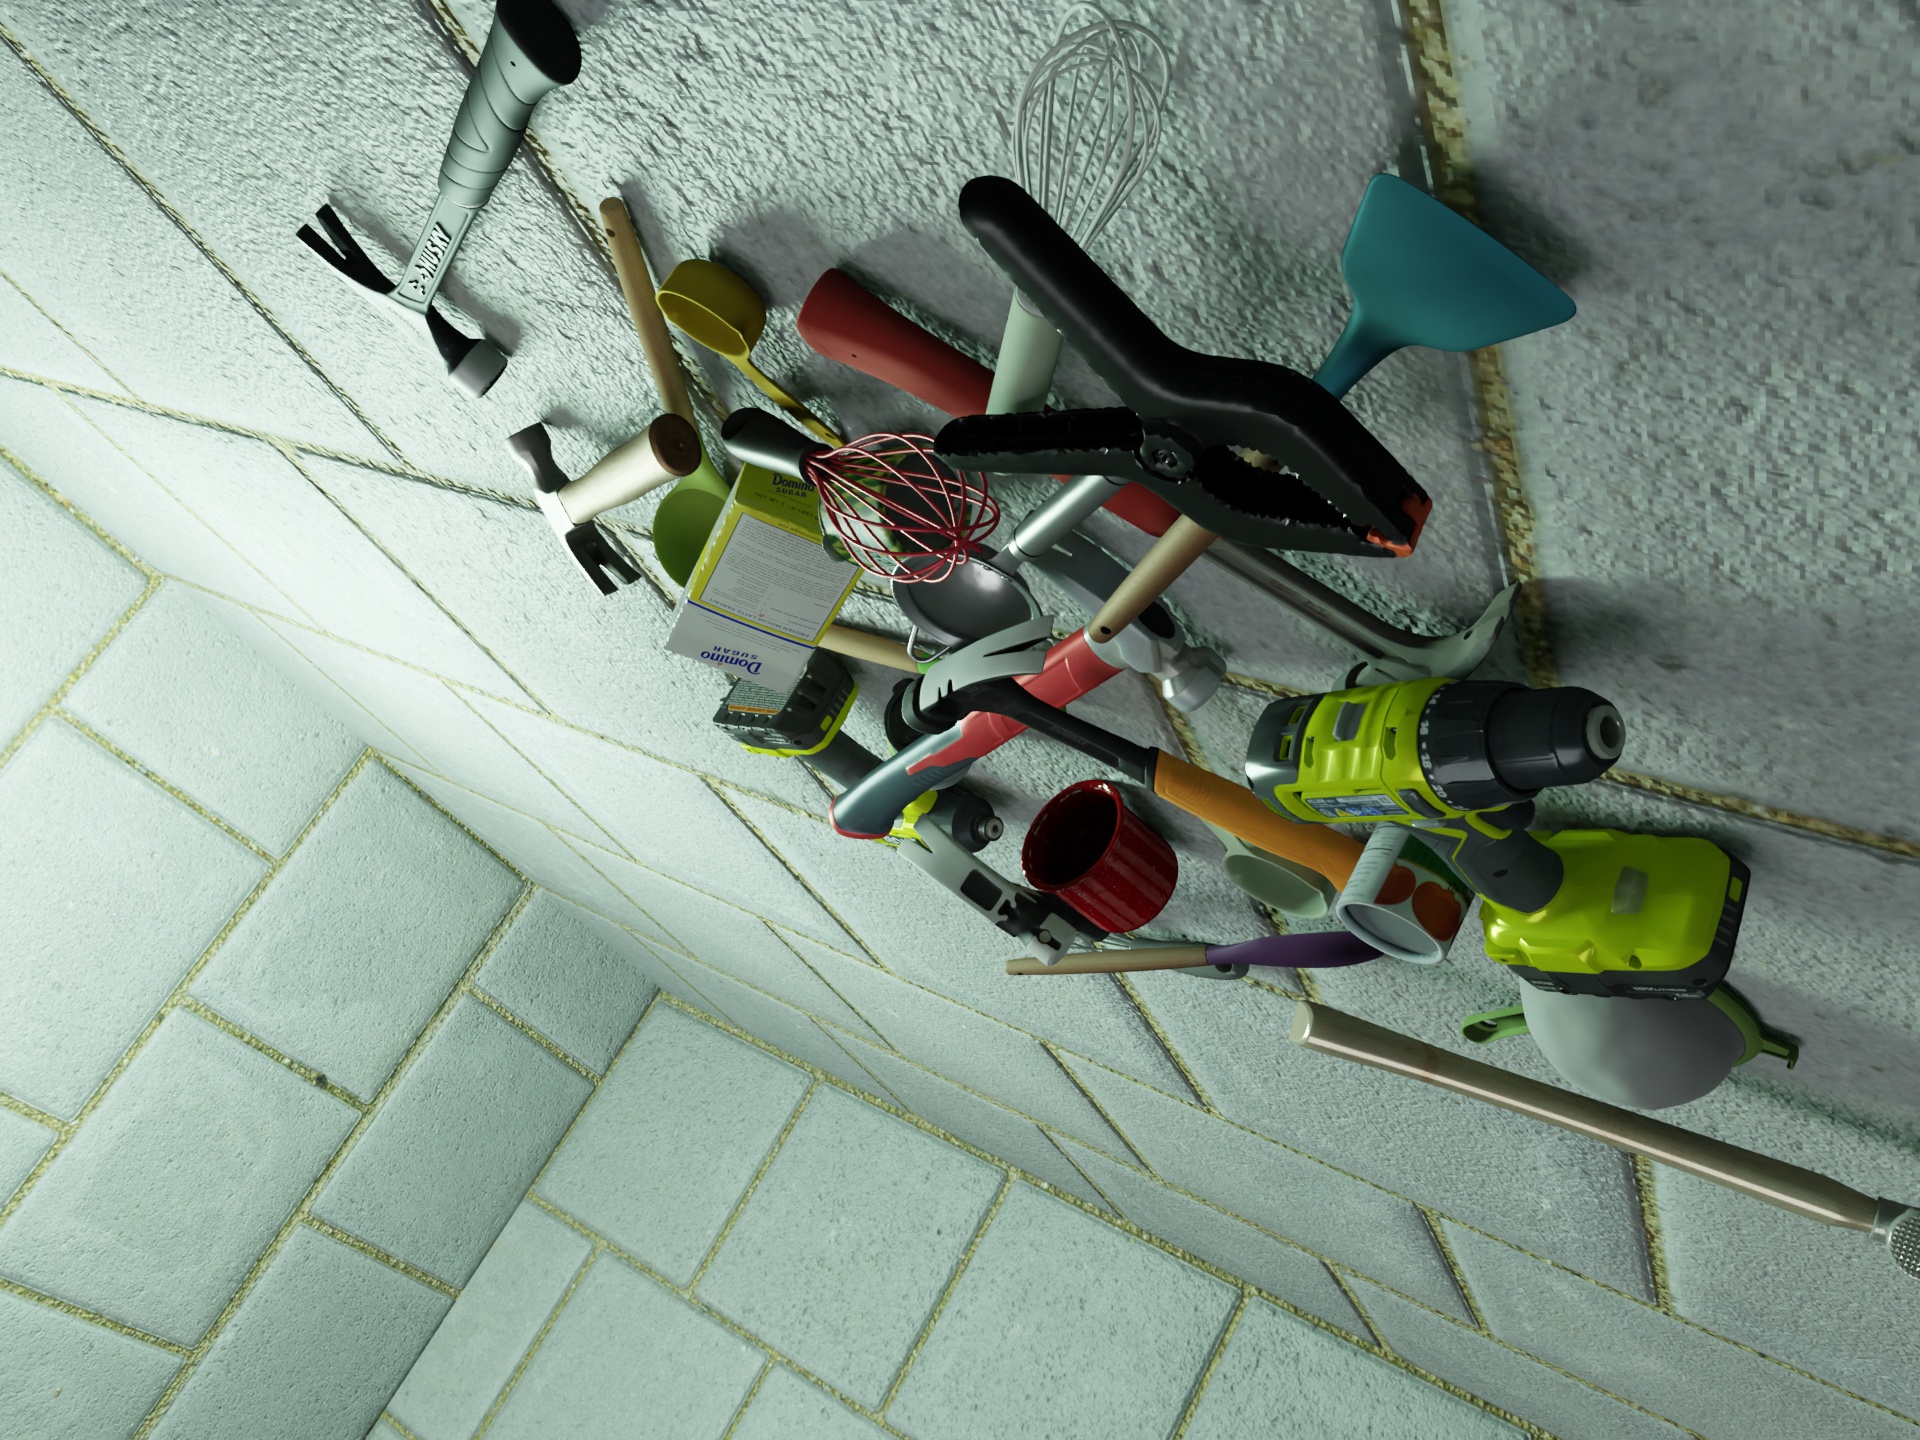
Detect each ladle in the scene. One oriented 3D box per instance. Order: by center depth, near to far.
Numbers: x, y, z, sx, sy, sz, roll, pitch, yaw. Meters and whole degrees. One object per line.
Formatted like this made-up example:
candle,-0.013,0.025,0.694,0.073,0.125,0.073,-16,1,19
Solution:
ladle,-0.177,-0.182,0.960,0.078,0.062,0.319,21,155,14

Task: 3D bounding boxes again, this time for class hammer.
hammer,0.083,-0.115,0.764,0.359,0.037,0.149,32,160,0
hammer,-0.283,-0.293,0.887,0.149,0.036,0.409,40,158,-18
hammer,0.136,0.035,0.926,0.336,0.034,0.127,25,153,-26
hammer,-0.222,-0.149,1.015,0.130,0.031,0.331,63,158,-12
hammer,-0.002,-0.003,1.022,0.143,0.038,0.386,39,145,-13
hammer,0.416,0.261,1.039,0.411,0.038,0.146,15,180,31
hammer,0.059,0.143,1.248,0.146,0.035,0.334,35,-178,20

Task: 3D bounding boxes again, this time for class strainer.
strainer,0.032,-0.087,0.794,0.086,0.050,0.258,29,156,-13
strainer,0.387,0.207,1.019,0.151,0.069,0.256,33,158,-3

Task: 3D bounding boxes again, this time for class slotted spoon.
slotted spoon,-0.045,-0.047,1.121,0.314,0.031,0.070,17,155,40

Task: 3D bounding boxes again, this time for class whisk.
whisk,0.035,-0.178,0.640,0.246,0.058,0.059,106,142,-61
whisk,-0.067,-0.129,0.827,0.073,0.073,0.296,46,173,-34
whisk,0.155,0.203,1.385,0.239,0.055,0.055,0,143,49

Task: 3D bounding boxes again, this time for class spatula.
spatula,0.123,-0.105,0.662,0.082,0.044,0.317,33,145,-5
spatula,0.170,0.183,1.225,0.316,0.018,0.059,-9,144,33

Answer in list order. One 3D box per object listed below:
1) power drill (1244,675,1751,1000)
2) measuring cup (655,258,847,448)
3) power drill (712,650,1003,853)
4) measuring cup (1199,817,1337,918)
power drill,0.275,0.053,0.768,0.228,0.080,0.190,33,158,-26
measuring cup,-0.103,-0.198,0.871,0.062,0.029,0.156,21,170,39
power drill,-0.076,0.035,1.293,0.223,0.080,0.171,41,159,-33
measuring cup,0.187,0.067,1.036,0.167,0.038,0.083,45,156,-27
